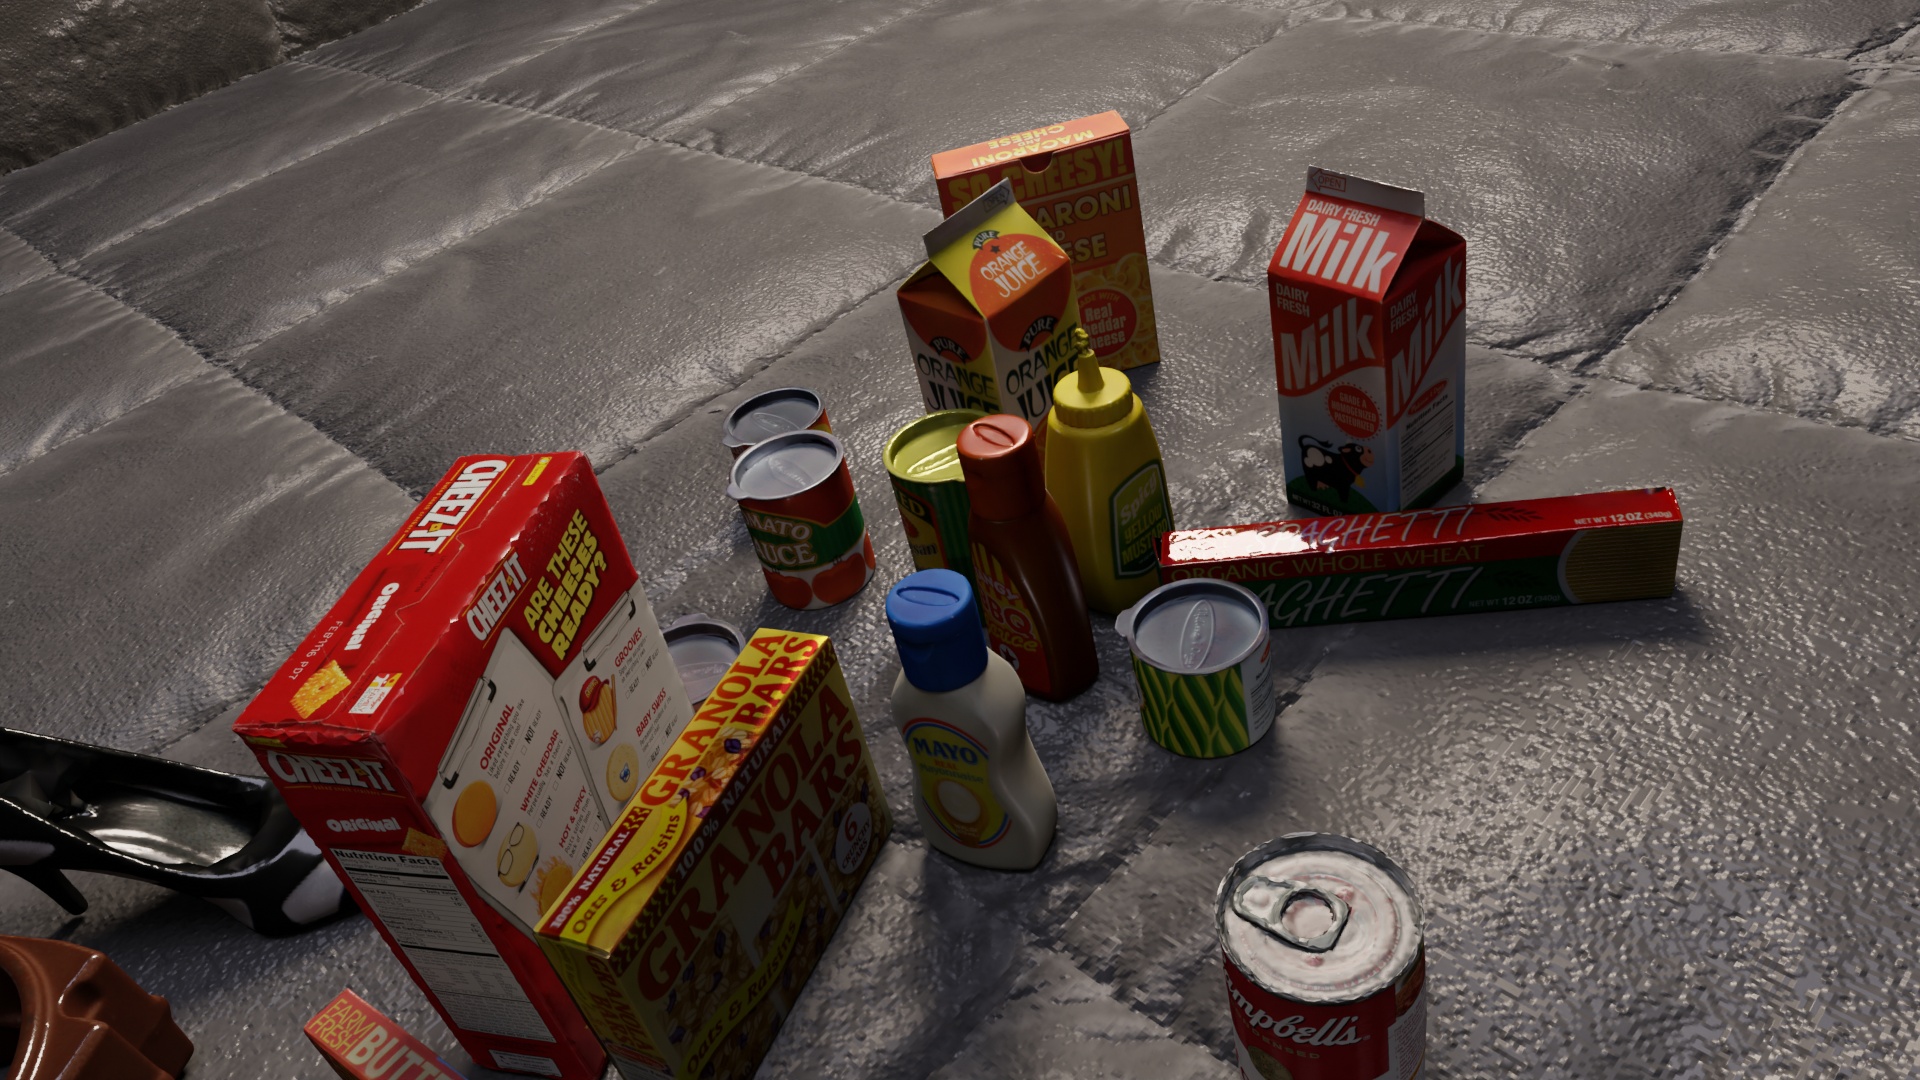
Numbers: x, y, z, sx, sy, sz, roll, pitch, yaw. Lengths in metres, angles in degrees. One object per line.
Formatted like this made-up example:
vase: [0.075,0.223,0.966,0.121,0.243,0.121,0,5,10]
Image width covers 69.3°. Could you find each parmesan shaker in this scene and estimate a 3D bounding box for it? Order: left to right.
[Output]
parmesan shaker: [0.003,-0.009,0.752,0.071,0.102,0.072,-9,37,7]

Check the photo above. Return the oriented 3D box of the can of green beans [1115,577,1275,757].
can of green beans: [0.115,0.061,0.662,0.071,0.057,0.071,-9,37,7]

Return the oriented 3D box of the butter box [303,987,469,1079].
butter box: [-0.219,0.224,0.561,0.103,0.053,0.024,16,46,34]

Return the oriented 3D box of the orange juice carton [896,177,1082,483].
orange juice carton: [0.022,-0.104,0.794,0.073,0.191,0.072,23,51,40]

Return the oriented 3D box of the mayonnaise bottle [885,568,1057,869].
mayonnaise bottle: [0.001,0.079,0.599,0.065,0.147,0.041,7,42,27]

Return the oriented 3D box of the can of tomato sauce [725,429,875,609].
can of tomato sauce: [-0.091,-0.010,0.801,0.071,0.082,0.071,-9,37,7]

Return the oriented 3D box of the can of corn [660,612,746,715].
can of corn: [-0.134,0.082,0.715,0.071,0.058,0.071,-9,37,7]

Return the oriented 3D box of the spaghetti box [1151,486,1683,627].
spaghetti box: [0.224,0.012,0.696,0.250,0.050,0.029,-5,37,11]

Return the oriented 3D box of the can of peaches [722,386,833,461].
can of peaches: [-0.114,-0.056,0.888,0.071,0.057,0.071,-9,37,7]

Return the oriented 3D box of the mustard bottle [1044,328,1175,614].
mustard bottle: [0.074,-0.037,0.717,0.049,0.159,0.065,25,51,40]

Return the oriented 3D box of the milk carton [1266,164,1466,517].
milk carton: [0.215,-0.102,0.731,0.074,0.189,0.072,-35,41,-26]

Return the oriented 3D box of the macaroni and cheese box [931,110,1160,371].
macaroni and cheese box: [0.059,-0.181,0.905,0.124,0.165,0.040,-14,37,0]

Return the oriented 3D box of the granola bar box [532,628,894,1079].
granola bar box: [-0.092,0.137,0.575,0.039,0.123,0.166,6,41,26]

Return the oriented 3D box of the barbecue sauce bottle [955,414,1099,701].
barbecue sauce bottle: [0.030,0.008,0.682,0.044,0.147,0.065,-32,40,-23]
